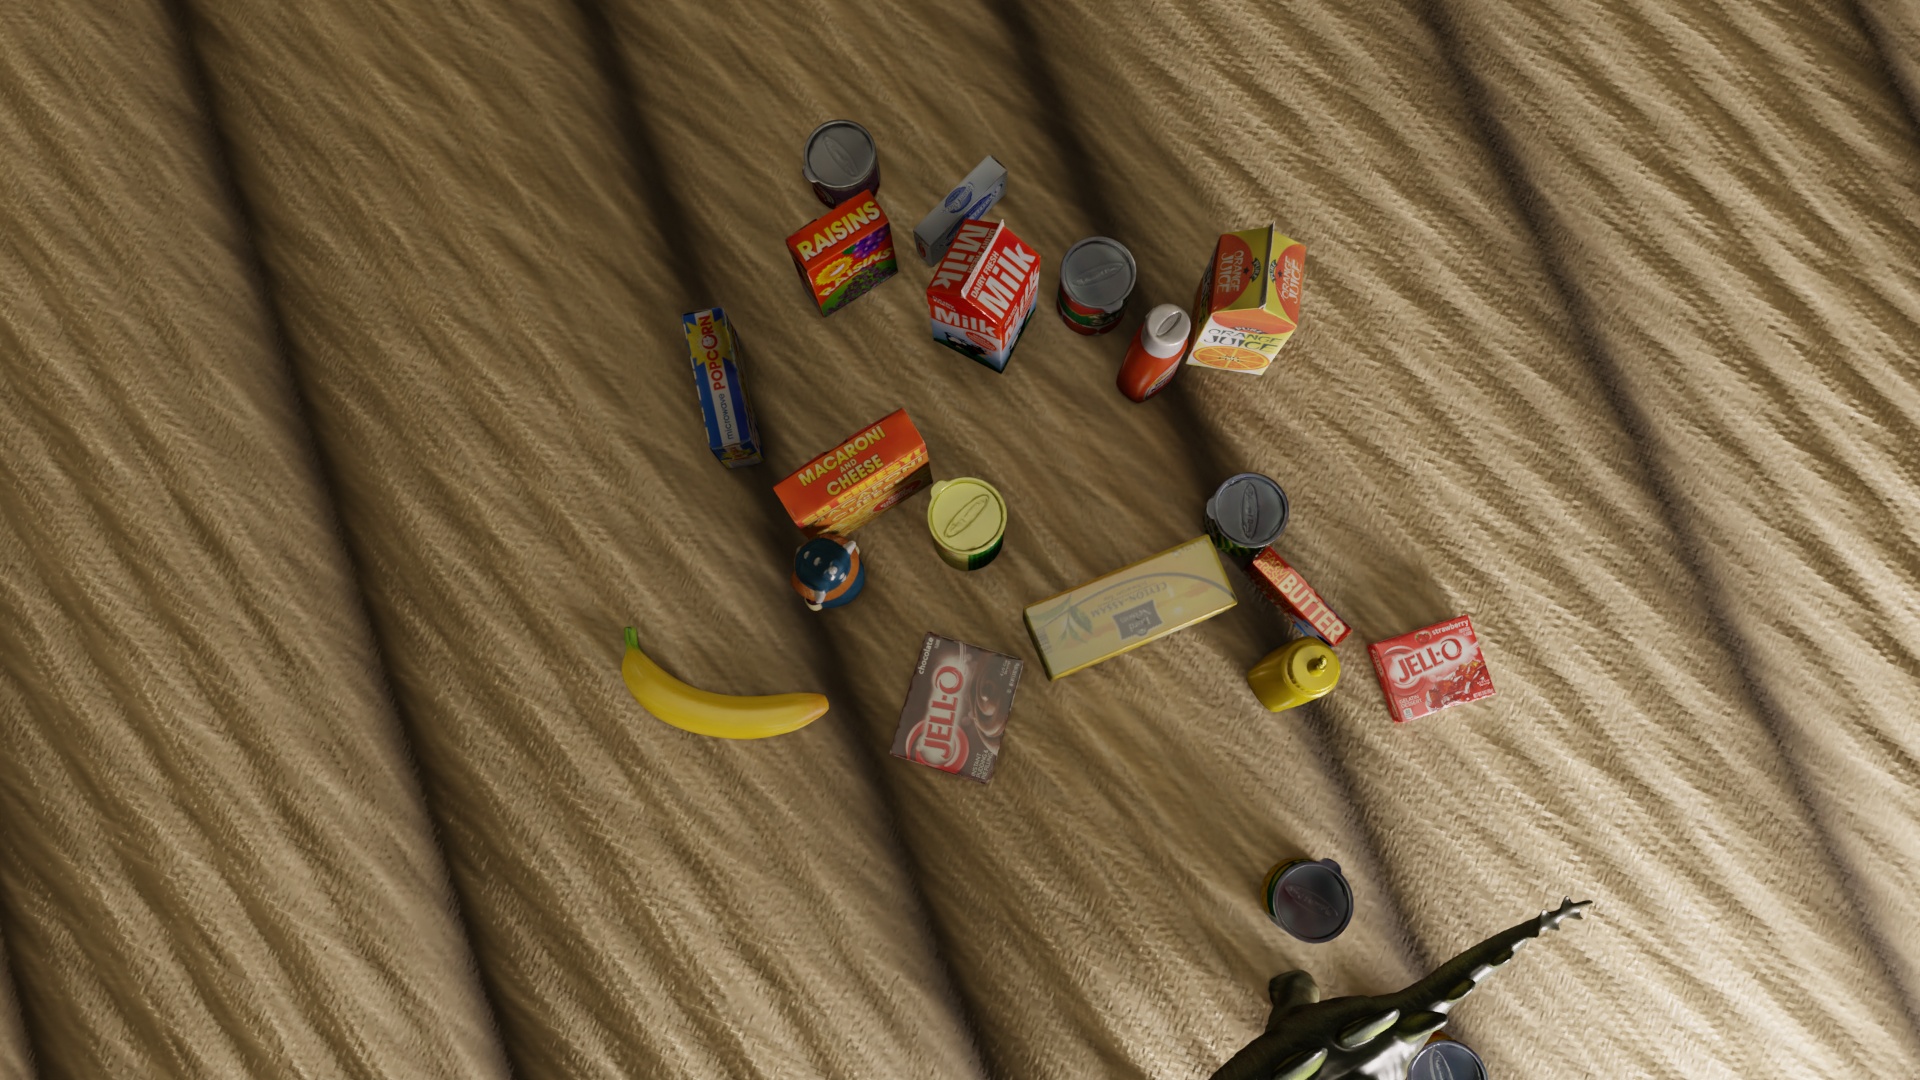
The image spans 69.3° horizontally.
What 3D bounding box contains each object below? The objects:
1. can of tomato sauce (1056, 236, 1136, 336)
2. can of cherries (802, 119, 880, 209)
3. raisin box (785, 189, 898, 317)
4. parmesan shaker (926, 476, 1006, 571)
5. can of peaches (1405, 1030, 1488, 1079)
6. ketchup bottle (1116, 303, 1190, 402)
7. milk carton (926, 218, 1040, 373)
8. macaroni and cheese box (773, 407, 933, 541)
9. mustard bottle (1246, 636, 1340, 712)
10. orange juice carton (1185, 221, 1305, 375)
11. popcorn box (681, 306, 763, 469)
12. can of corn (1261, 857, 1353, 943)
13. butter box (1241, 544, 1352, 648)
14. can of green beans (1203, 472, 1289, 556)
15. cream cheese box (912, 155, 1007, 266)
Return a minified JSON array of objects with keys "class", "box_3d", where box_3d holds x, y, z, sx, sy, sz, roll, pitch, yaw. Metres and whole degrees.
[{"class":"can of tomato sauce","box_3d":[0.121,-0.225,1.246,0.071,0.083,0.071,0,81,1]},{"class":"can of cherries","box_3d":[-0.111,-0.344,1.281,0.071,0.058,0.071,0,81,1]},{"class":"raisin box","box_3d":[-0.103,-0.253,1.233,0.086,0.123,0.040,-32,82,-4]},{"class":"parmesan shaker","box_3d":[0.004,-0.015,1.202,0.071,0.103,0.071,0,81,1]},{"class":"can of peaches","box_3d":[0.390,0.441,1.144,0.071,0.058,0.071,0,81,1]},{"class":"ketchup bottle","box_3d":[0.169,-0.165,1.202,0.043,0.148,0.065,43,84,7]},{"class":"milk carton","box_3d":[0.020,-0.212,1.191,0.073,0.190,0.072,27,83,5]},{"class":"macaroni and cheese box","box_3d":[-0.088,-0.048,1.177,0.124,0.166,0.040,-32,82,-4]},{"class":"mustard bottle","box_3d":[0.281,0.109,1.149,0.065,0.160,0.049,-35,82,-4]},{"class":"orange juice carton","box_3d":[0.245,-0.205,1.185,0.073,0.192,0.072,9,81,2]},{"class":"popcorn box","box_3d":[-0.210,-0.134,1.234,0.038,0.085,0.127,-13,81,-1]},{"class":"can of corn","box_3d":[0.292,0.299,1.169,0.071,0.058,0.071,0,81,1]},{"class":"butter box","box_3d":[0.292,0.051,1.213,0.024,0.053,0.103,-43,83,-5]},{"class":"can of green beans","box_3d":[0.250,-0.022,1.223,0.071,0.057,0.071,0,81,1]},{"class":"cream cheese box","box_3d":[0.000,-0.302,1.275,0.024,0.053,0.104,43,84,7]}]
